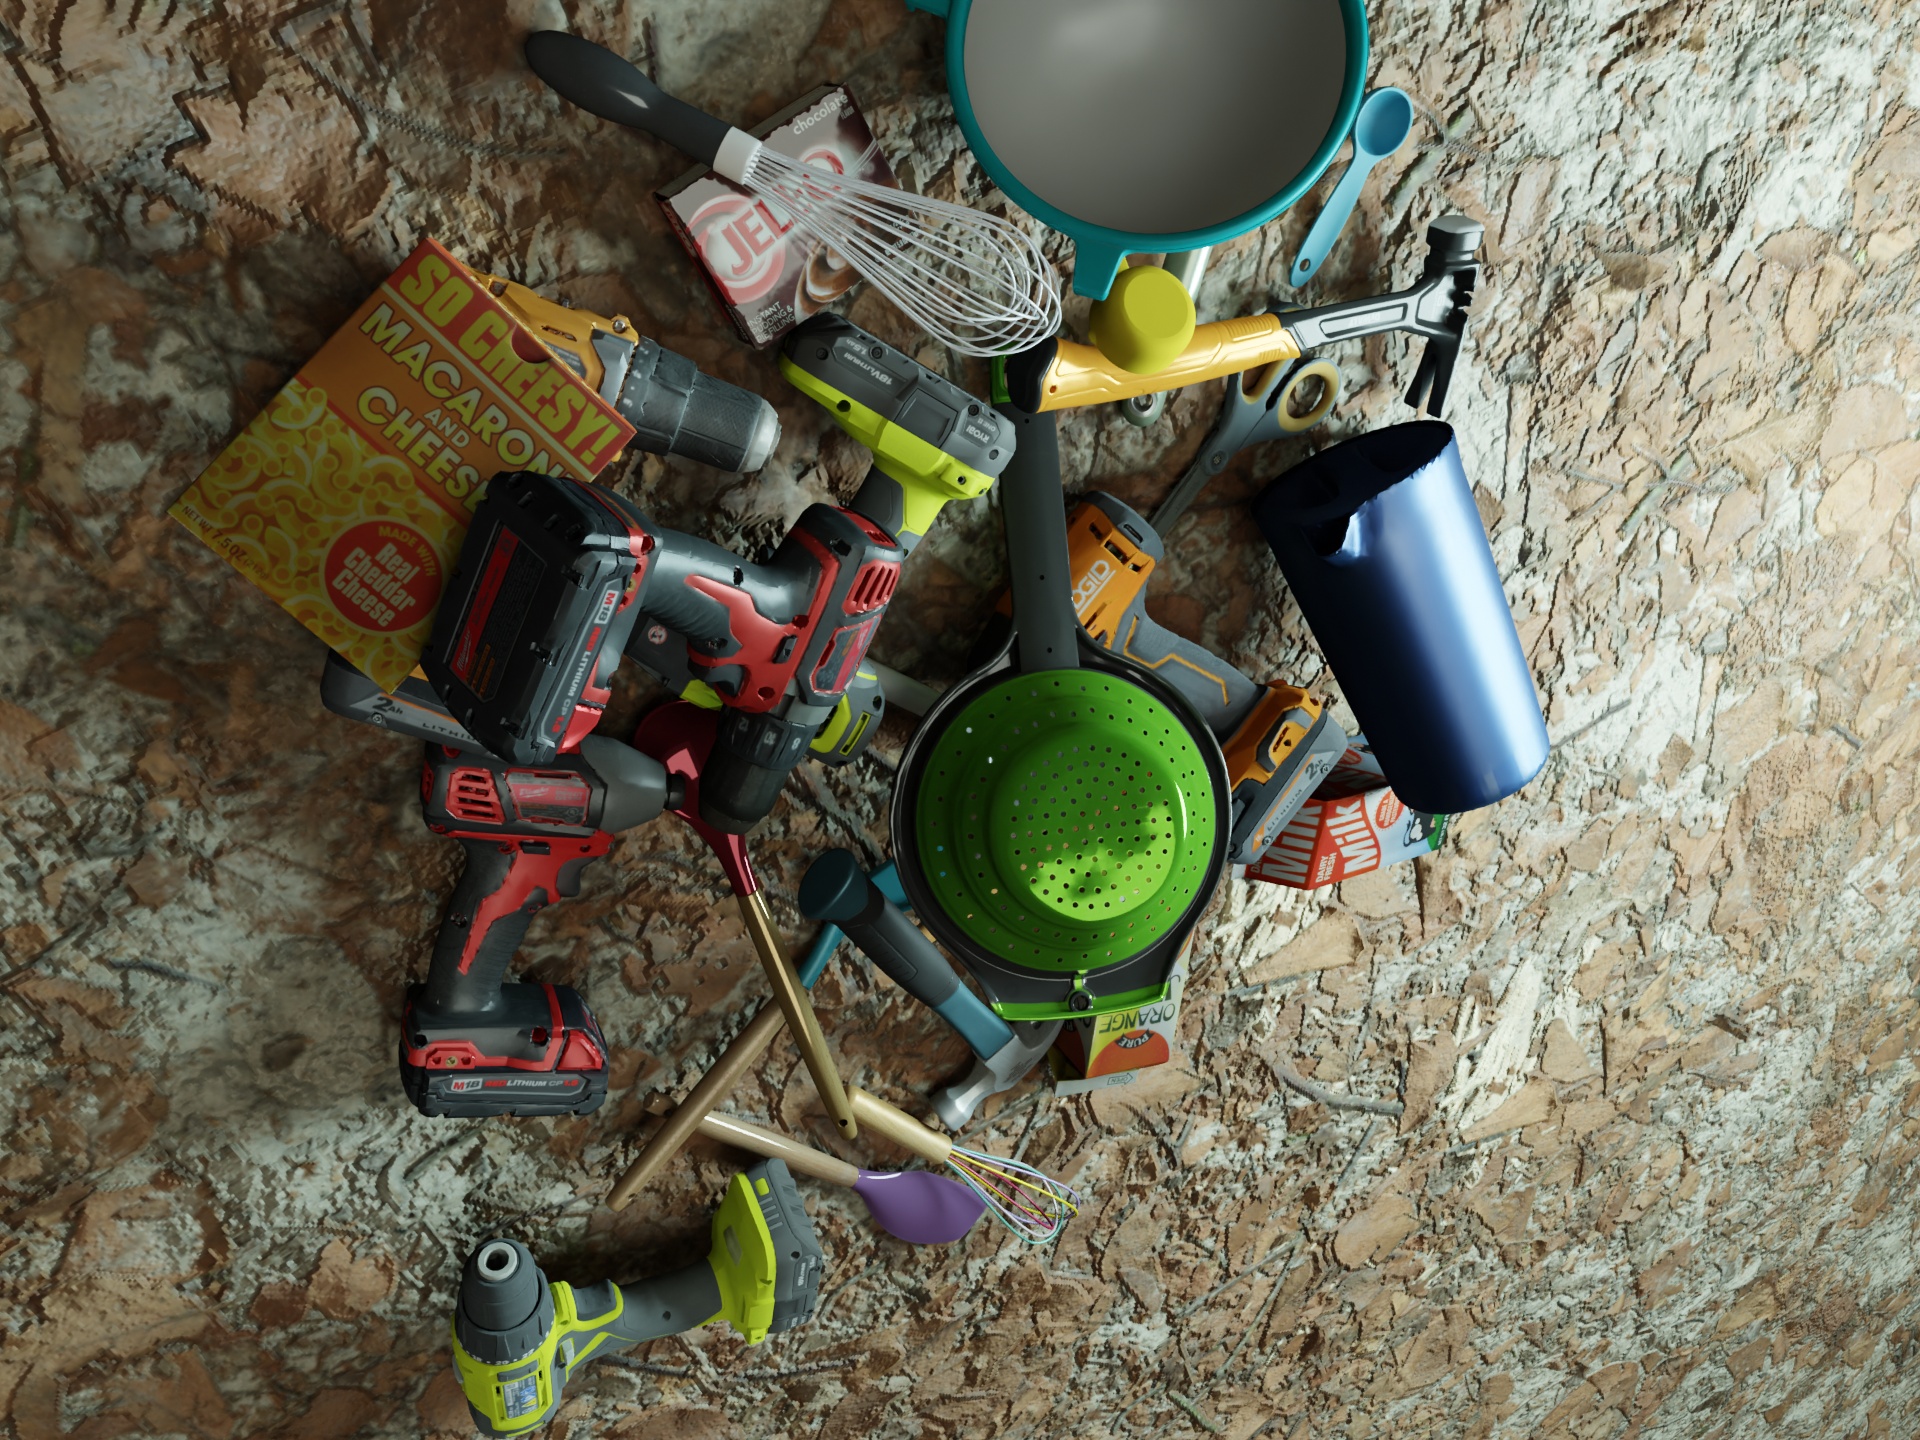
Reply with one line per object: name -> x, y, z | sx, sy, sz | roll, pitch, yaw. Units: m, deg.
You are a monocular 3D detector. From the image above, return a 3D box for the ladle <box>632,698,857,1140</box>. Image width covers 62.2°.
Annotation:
ladle -> -0.119, 0.126, 0.967 | 0.069, 0.031, 0.315 | -19, 109, 1

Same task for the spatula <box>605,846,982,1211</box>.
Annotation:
spatula -> -0.114, 0.195, 1.021 | 0.317, 0.044, 0.082 | -50, 147, -5

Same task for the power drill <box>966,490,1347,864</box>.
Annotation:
power drill -> 0.113, -0.010, 0.996 | 0.226, 0.084, 0.164 | 41, 85, -14

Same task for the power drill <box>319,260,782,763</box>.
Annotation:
power drill -> -0.207, -0.095, 0.799 | 0.185, 0.084, 0.226 | 17, 102, -17

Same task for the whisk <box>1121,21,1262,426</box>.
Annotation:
whisk -> 0.139, -0.291, 0.934 | 0.058, 0.059, 0.246 | 18, 112, 4

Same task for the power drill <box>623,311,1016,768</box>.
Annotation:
power drill -> -0.085, -0.102, 0.877 | 0.171, 0.080, 0.223 | 27, 102, -20

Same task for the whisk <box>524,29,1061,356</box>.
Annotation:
whisk -> -0.079, -0.256, 0.768 | 0.284, 0.070, 0.070 | 27, 100, -6

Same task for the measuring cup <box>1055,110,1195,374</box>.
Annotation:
measuring cup -> 0.086, -0.268, 0.874 | 0.062, 0.029, 0.156 | -18, 87, -21

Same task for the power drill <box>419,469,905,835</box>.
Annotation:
power drill -> -0.139, -0.024, 0.774 | 0.226, 0.080, 0.188 | 2, 121, -52

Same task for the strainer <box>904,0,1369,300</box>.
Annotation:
strainer -> 0.154, -0.364, 0.835 | 0.340, 0.095, 0.211 | -29, 85, -2

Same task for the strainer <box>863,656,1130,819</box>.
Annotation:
strainer -> -0.002, -0.003, 0.999 | 0.258, 0.050, 0.087 | 25, 80, -29

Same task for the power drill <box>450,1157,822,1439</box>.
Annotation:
power drill -> -0.210, 0.363, 1.017 | 0.228, 0.080, 0.190 | -13, 139, -23

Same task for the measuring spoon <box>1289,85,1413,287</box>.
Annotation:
measuring spoon -> 0.234, -0.330, 0.984 | 0.042, 0.021, 0.128 | 13, 116, -33

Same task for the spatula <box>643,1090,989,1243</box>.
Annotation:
spatula -> -0.096, 0.315, 1.116 | 0.315, 0.018, 0.060 | 34, 97, -37

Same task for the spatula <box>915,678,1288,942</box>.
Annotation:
spatula -> 0.092, 0.069, 1.069 | 0.322, 0.041, 0.080 | -34, 143, -19

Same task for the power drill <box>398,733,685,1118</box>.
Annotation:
power drill -> -0.240, 0.110, 0.902 | 0.143, 0.079, 0.219 | 5, 107, -25

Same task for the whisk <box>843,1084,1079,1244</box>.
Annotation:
whisk -> -0.002, 0.323, 1.160 | 0.244, 0.047, 0.051 | 37, 81, -32

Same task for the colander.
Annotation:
colander -> 0.056, -0.024, 0.894 | 0.204, 0.094, 0.397 | -6, 90, -7

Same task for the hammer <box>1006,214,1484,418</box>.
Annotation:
hammer -> 0.176, -0.221, 0.956 | 0.337, 0.034, 0.127 | -16, 127, -26

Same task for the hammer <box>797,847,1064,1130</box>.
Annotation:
hammer -> -0.019, 0.169, 1.020 | 0.128, 0.033, 0.330 | -40, 143, -3
